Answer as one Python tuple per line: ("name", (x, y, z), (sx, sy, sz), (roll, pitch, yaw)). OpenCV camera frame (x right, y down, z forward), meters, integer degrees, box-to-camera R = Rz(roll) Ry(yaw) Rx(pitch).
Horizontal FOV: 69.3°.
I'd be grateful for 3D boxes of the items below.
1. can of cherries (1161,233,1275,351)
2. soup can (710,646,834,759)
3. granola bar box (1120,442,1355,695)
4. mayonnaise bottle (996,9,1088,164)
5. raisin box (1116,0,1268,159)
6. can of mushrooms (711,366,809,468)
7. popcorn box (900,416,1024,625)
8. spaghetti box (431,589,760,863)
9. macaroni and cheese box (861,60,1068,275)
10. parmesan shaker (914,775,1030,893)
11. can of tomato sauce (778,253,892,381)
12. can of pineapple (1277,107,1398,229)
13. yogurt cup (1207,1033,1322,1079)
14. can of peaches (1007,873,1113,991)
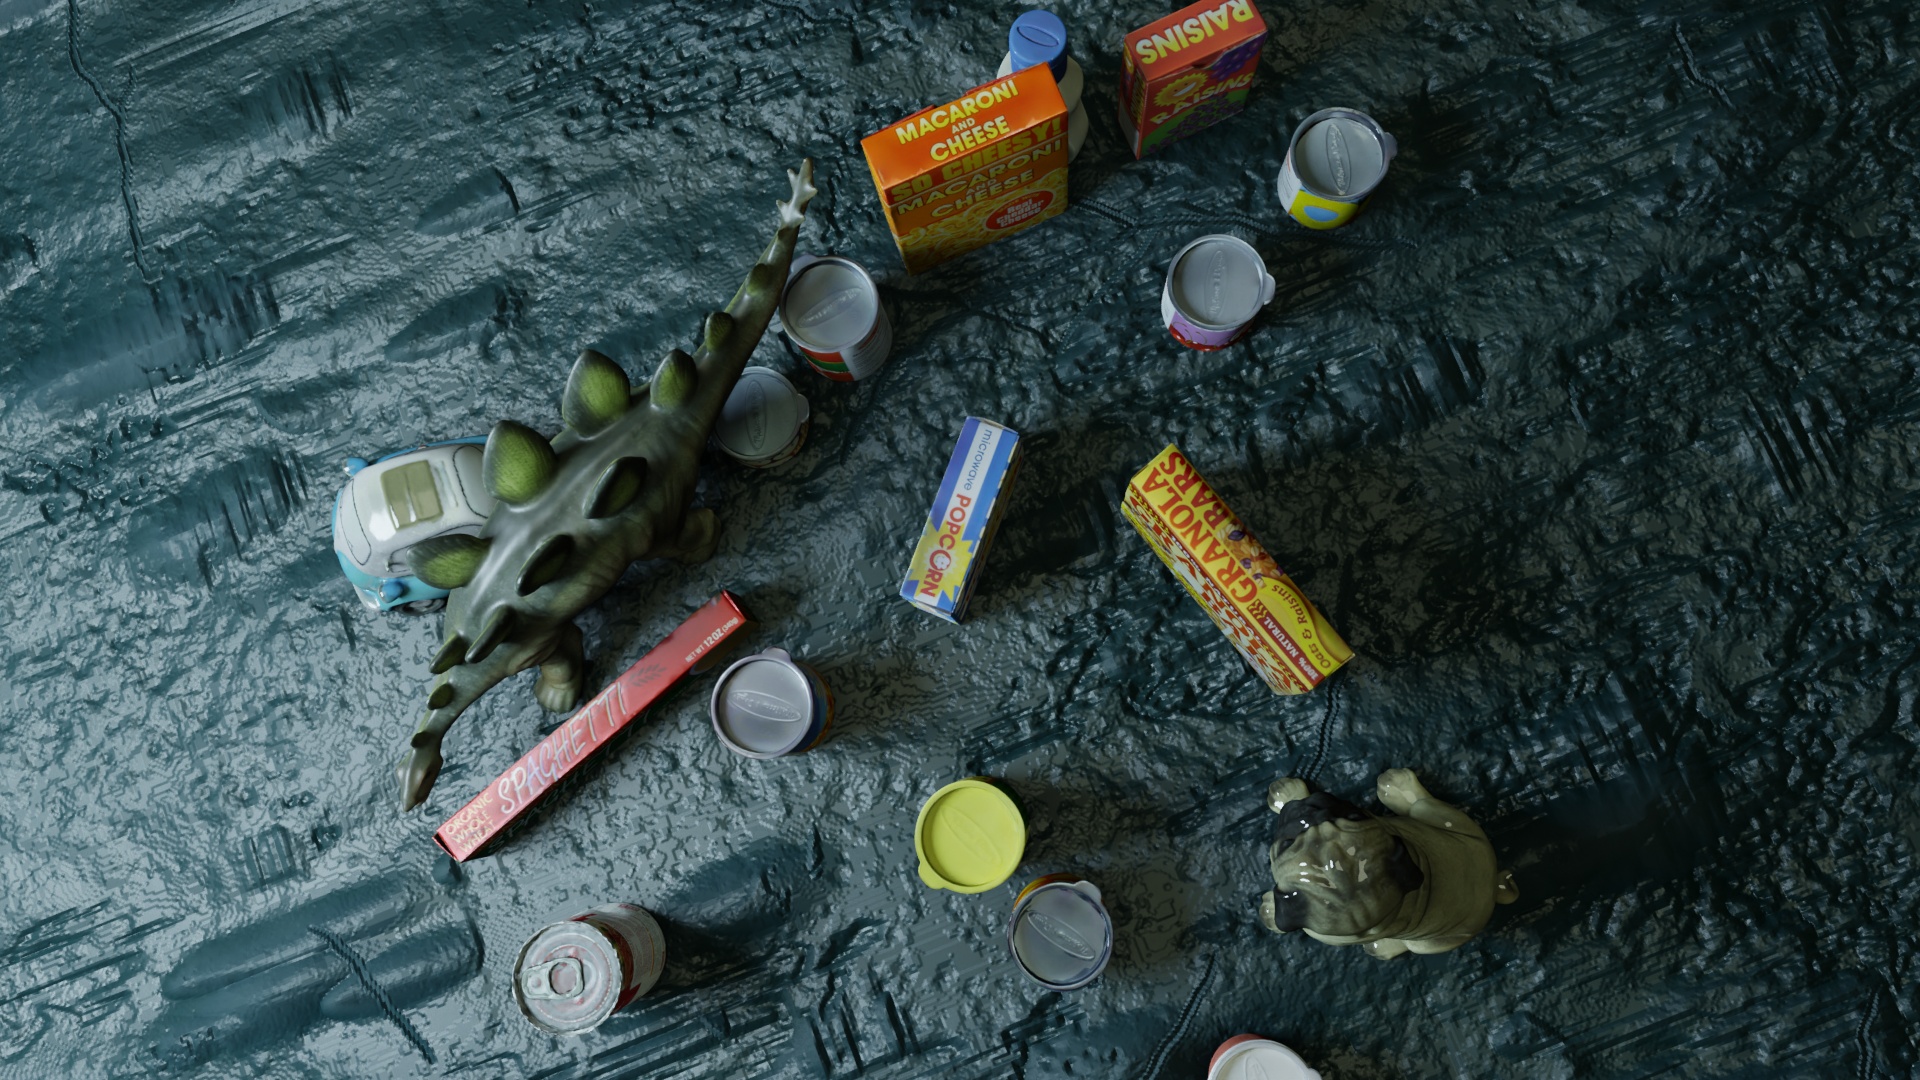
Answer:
("can of cherries", (0.173, -0.165, 0.941), (0.071, 0.058, 0.071), (-1, 82, 4))
("soup can", (-0.120, 0.107, 0.909), (0.071, 0.083, 0.071), (-1, 82, 4))
("granola bar box", (0.169, 0.023, 0.881), (0.039, 0.124, 0.165), (-39, 81, -2))
("mayonnaise bottle", (0.053, -0.300, 0.923), (0.065, 0.148, 0.041), (24, 85, 7))
("raisin box", (0.152, -0.311, 0.930), (0.086, 0.123, 0.040), (-24, 82, 1))
("can of mushrooms", (-0.137, -0.085, 0.963), (0.071, 0.033, 0.071), (-1, 82, 4))
("popcorn box", (0.003, -0.011, 0.917), (0.038, 0.085, 0.127), (20, 84, 6))
("spaghetti box", (-0.241, 0.125, 0.931), (0.250, 0.050, 0.029), (-40, 82, -2))
("macaroni and cheese box", (0.007, -0.238, 0.908), (0.124, 0.166, 0.040), (-23, 82, 1))
("parmesan shaker", (0.007, 0.185, 0.879), (0.071, 0.103, 0.071), (-1, 82, 4))
("can of tomato sauce", (-0.085, -0.150, 0.943), (0.071, 0.083, 0.071), (-1, 82, 4))
("can of pineapple", (0.255, -0.252, 0.948), (0.071, 0.058, 0.071), (-1, 82, 4))
("yogurt cup", (0.186, 0.343, 0.870), (0.072, 0.054, 0.072), (-1, 82, 4))
("can of peaches", (0.066, 0.247, 0.889), (0.071, 0.058, 0.071), (-1, 82, 4))
